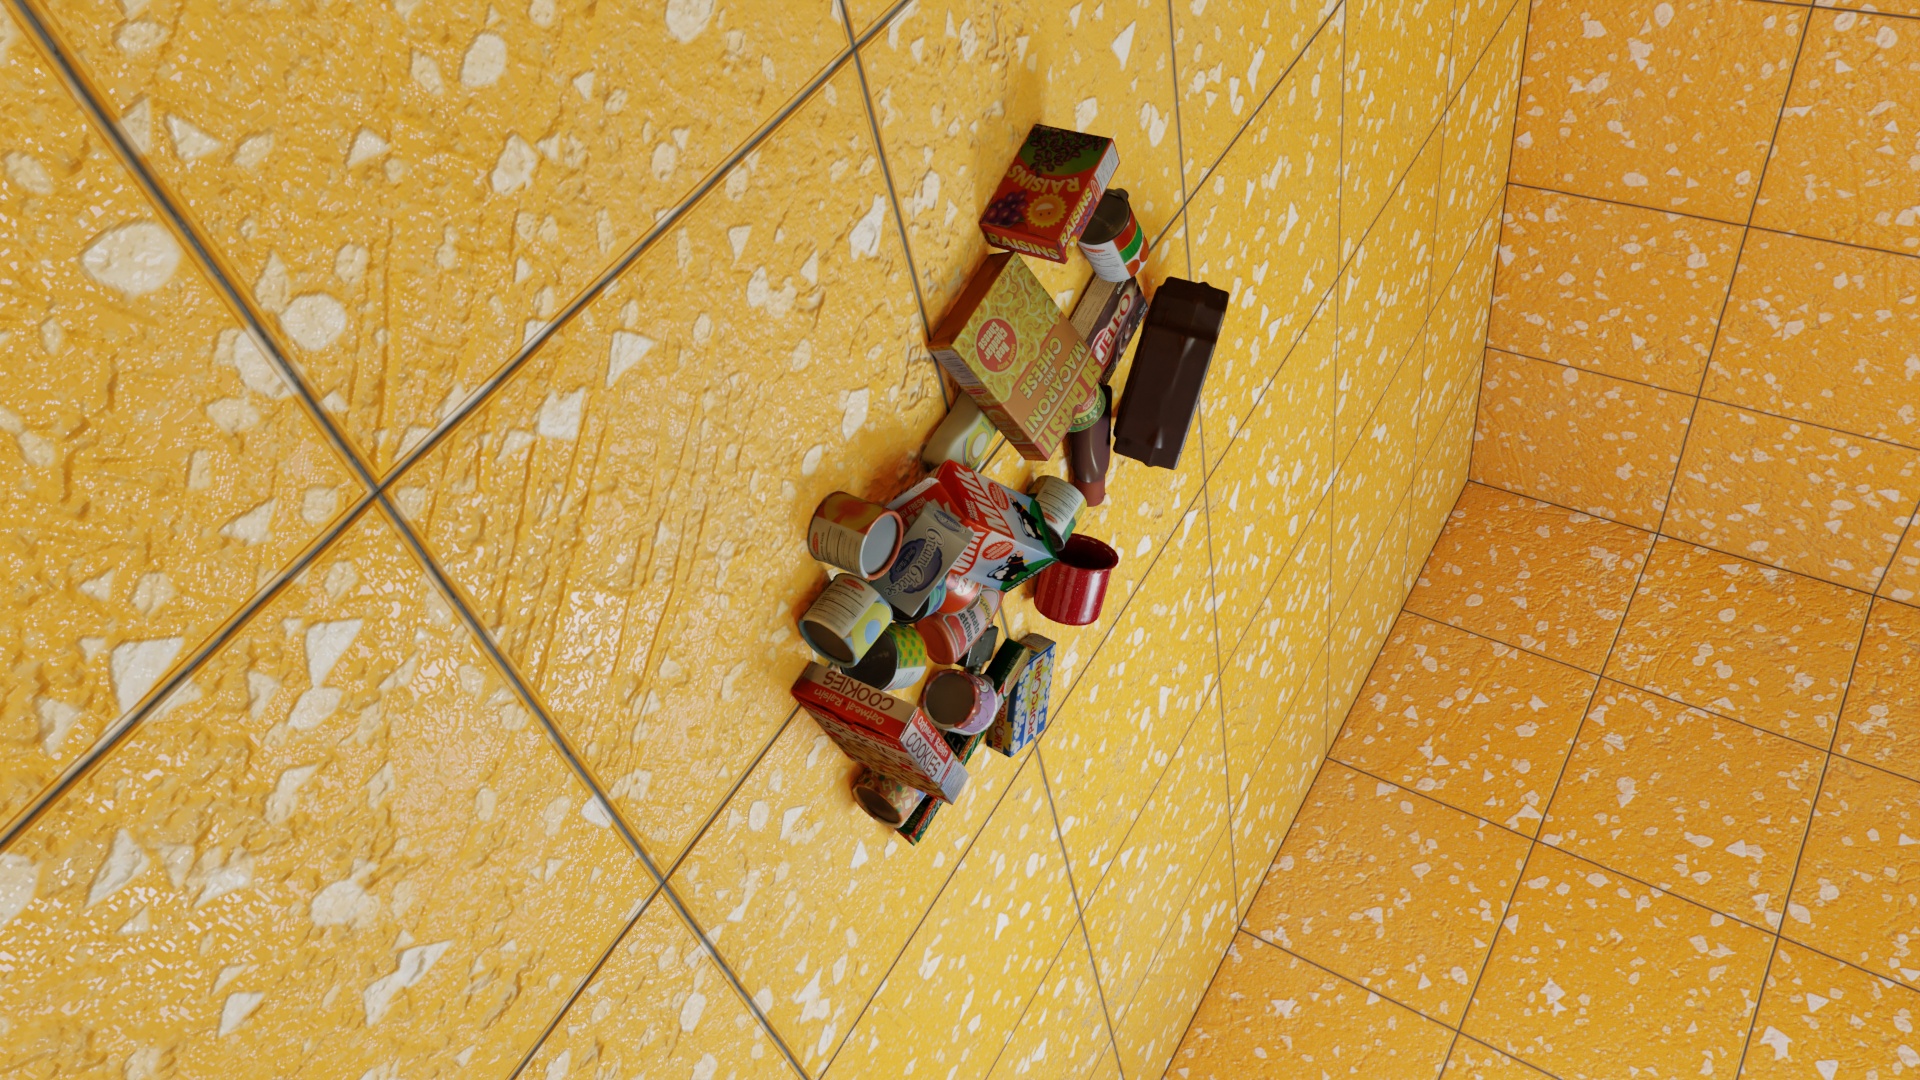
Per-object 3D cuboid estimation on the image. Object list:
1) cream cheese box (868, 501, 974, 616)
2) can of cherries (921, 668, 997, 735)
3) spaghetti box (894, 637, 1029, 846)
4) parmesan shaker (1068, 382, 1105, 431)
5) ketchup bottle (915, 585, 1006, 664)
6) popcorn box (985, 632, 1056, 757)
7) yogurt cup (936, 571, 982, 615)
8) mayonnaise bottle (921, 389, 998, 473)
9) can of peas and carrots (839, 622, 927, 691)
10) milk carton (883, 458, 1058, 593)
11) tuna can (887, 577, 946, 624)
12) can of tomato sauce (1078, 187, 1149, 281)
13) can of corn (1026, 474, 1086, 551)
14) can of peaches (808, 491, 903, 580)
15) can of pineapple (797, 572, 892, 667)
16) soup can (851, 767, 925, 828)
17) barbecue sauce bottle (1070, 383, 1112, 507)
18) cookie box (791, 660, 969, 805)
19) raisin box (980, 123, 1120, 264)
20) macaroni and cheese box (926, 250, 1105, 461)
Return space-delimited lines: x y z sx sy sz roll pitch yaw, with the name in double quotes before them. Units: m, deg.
"cream cheese box" -0.036 0.018 1.265 0.103 0.053 0.024 -53 -174 32
"can of cherries" 0.000 0.172 1.498 0.058 0.071 0.071 29 82 -61
"spaghetti box" 0.002 0.223 1.548 0.251 0.029 0.050 -57 162 -16
"parmesan shaker" 0.108 -0.167 1.474 0.071 0.071 0.102 -62 151 -15
"ketchup bottle" 0.013 0.067 1.474 0.149 0.043 0.064 -43 121 -42
"popcorn box" 0.073 0.184 1.666 0.085 0.038 0.126 -31 133 -52
"yogurt cup" -0.019 0.035 1.380 0.054 0.072 0.072 33 78 -53
"mayonnaise bottle" 0.016 -0.122 1.364 0.148 0.041 0.064 -60 148 -18
"can of peas and carrots" -0.074 0.109 1.328 0.059 0.071 0.071 3 105 -62
"milk carton" 0.005 -0.017 1.325 0.072 0.074 0.190 -34 146 27
"tuna can" -0.047 0.043 1.327 0.033 0.071 0.070 -26 130 -55
"can of tomato sauce" 0.158 -0.322 1.463 0.071 0.071 0.083 -65 153 -9
"can of corn" 0.098 -0.030 1.547 0.058 0.071 0.071 -58 150 -23
"can of peaches" -0.091 -0.005 1.230 0.071 0.058 0.071 -39 139 -44
"can of pineapple" -0.103 0.073 1.250 0.058 0.071 0.070 -52 147 -30
"soup can" -0.064 0.242 1.431 0.084 0.071 0.071 -49 146 -33
"barbecue sauce bottle" 0.151 -0.107 1.612 0.065 0.044 0.147 -51 148 -43
"cookie box" -0.074 0.185 1.312 0.040 0.123 0.166 -60 151 -20
"raisin box" 0.085 -0.327 1.307 0.123 0.086 0.040 -62 153 -15
"macaroni and cheese box" 0.058 -0.175 1.338 0.166 0.040 0.124 46 65 -33
